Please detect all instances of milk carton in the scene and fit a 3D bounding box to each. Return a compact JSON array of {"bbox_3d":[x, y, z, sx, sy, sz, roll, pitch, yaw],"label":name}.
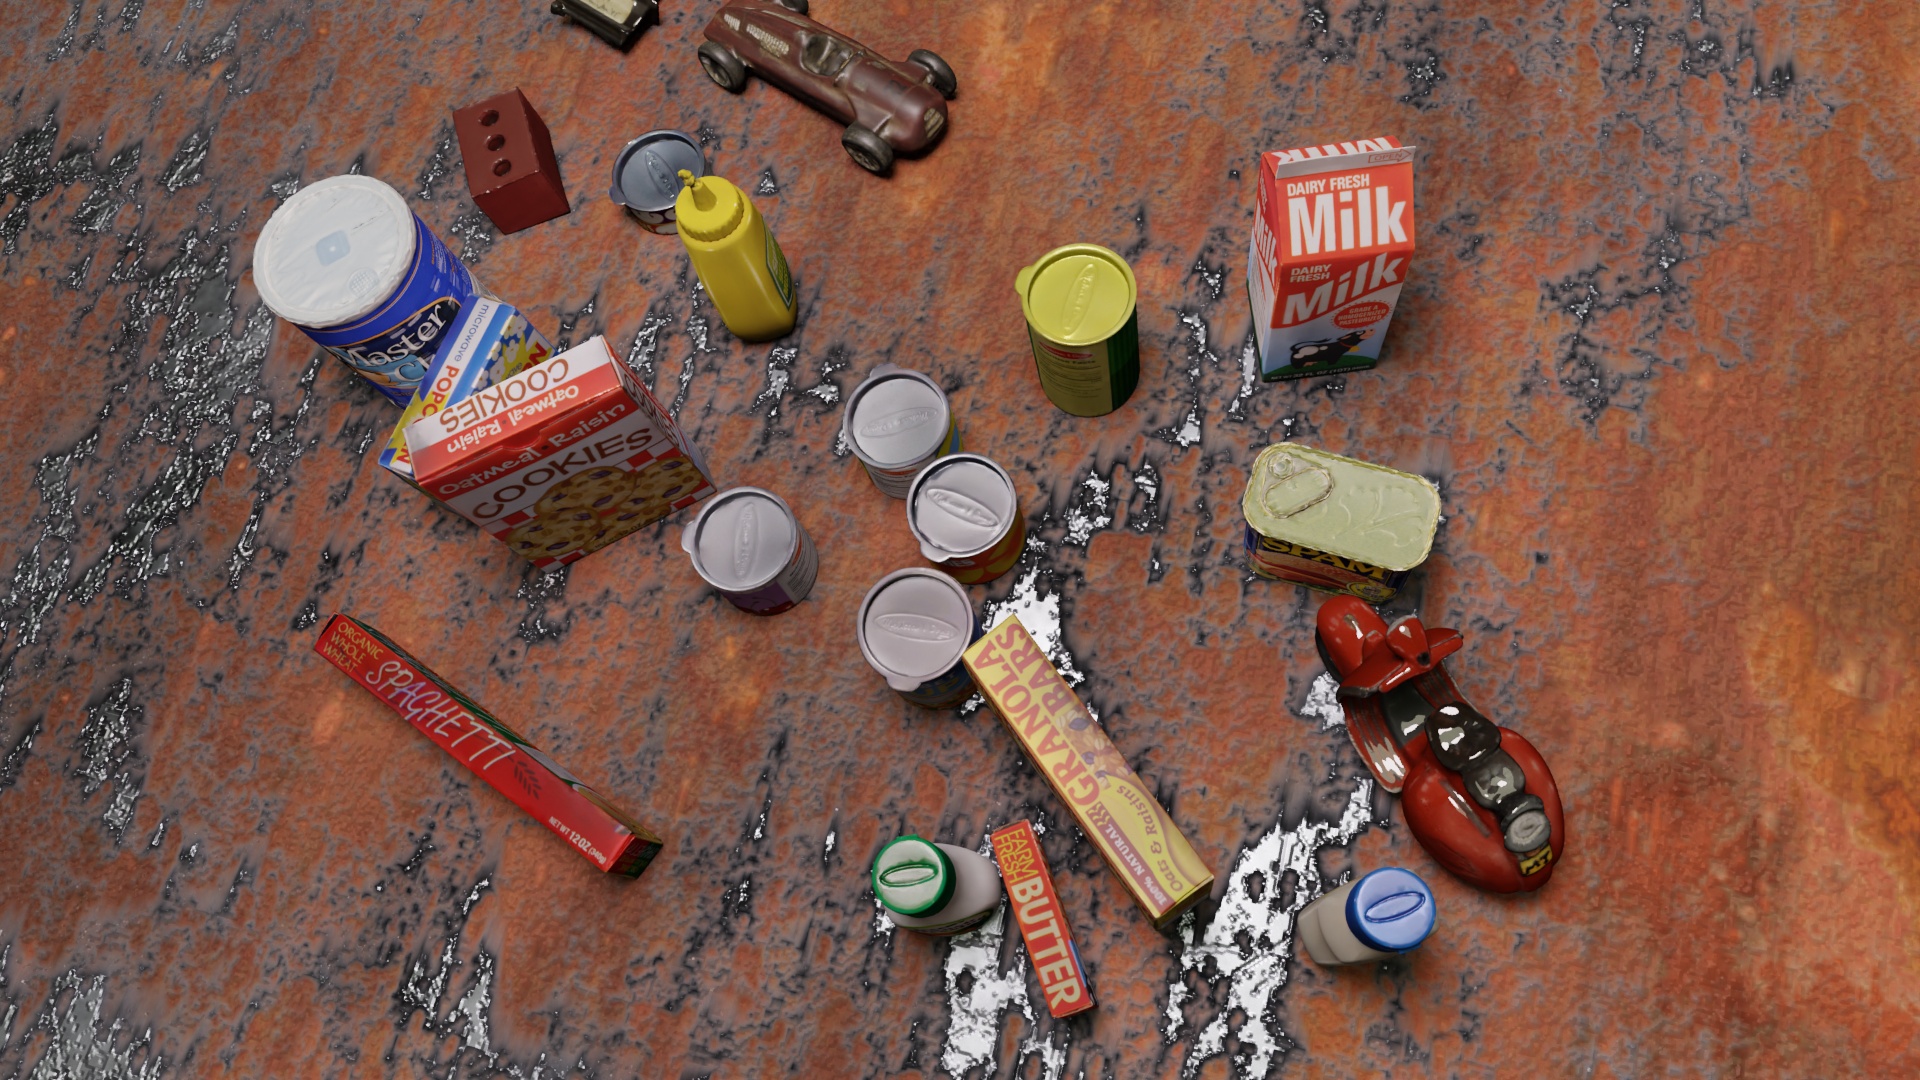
[{"bbox_3d":[0.208,-0.165,0.790,0.072,0.190,0.073,-7,71,6],"label":"milk carton"}]

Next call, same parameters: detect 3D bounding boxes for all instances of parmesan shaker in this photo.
[{"bbox_3d":[0.073,-0.126,0.843,0.071,0.103,0.071,-3,71,8],"label":"parmesan shaker"}]

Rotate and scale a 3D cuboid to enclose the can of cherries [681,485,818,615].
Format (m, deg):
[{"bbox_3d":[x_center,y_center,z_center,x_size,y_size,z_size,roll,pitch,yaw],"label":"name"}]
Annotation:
[{"bbox_3d":[-0.128,0.007,0.851,0.071,0.058,0.071,-3,71,8],"label":"can of cherries"}]

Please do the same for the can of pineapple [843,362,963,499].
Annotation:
[{"bbox_3d":[-0.034,-0.067,0.863,0.071,0.057,0.071,-3,71,8],"label":"can of pineapple"}]

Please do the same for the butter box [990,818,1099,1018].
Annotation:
[{"bbox_3d":[0.046,0.207,0.758,0.024,0.053,0.104,-21,69,1],"label":"butter box"}]

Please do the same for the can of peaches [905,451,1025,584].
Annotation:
[{"bbox_3d":[0.003,-0.011,0.837,0.071,0.058,0.071,-3,71,8],"label":"can of peaches"}]

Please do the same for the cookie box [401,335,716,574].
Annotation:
[{"bbox_3d":[-0.231,-0.045,0.826,0.123,0.167,0.040,-26,70,-1],"label":"cookie box"}]

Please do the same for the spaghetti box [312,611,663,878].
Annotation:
[{"bbox_3d":[-0.288,0.122,0.839,0.250,0.050,0.029,31,79,17],"label":"spaghetti box"}]

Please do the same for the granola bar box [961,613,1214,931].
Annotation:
[{"bbox_3d":[0.068,0.128,0.744,0.039,0.124,0.166,-36,70,-4],"label":"granola bar box"}]

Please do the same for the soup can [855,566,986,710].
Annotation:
[{"bbox_3d":[-0.020,0.061,0.802,0.071,0.083,0.071,-3,71,8],"label":"soup can"}]

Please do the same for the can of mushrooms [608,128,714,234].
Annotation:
[{"bbox_3d":[-0.207,-0.248,0.964,0.071,0.033,0.071,-3,71,8],"label":"can of mushrooms"}]

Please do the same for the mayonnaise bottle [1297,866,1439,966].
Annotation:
[{"bbox_3d":[0.206,0.187,0.691,0.065,0.147,0.041,-20,70,2],"label":"mayonnaise bottle"}]

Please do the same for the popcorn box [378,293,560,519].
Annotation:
[{"bbox_3d":[-0.310,-0.083,0.895,0.038,0.085,0.127,19,75,14],"label":"popcorn box"}]

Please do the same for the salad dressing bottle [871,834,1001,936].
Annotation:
[{"bbox_3d":[-0.015,0.181,0.726,0.064,0.147,0.044,-10,70,5],"label":"salad dressing bottle"}]

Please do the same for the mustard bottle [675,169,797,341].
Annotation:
[{"bbox_3d":[-0.142,-0.182,0.864,0.049,0.160,0.065,-12,70,5],"label":"mustard bottle"}]
